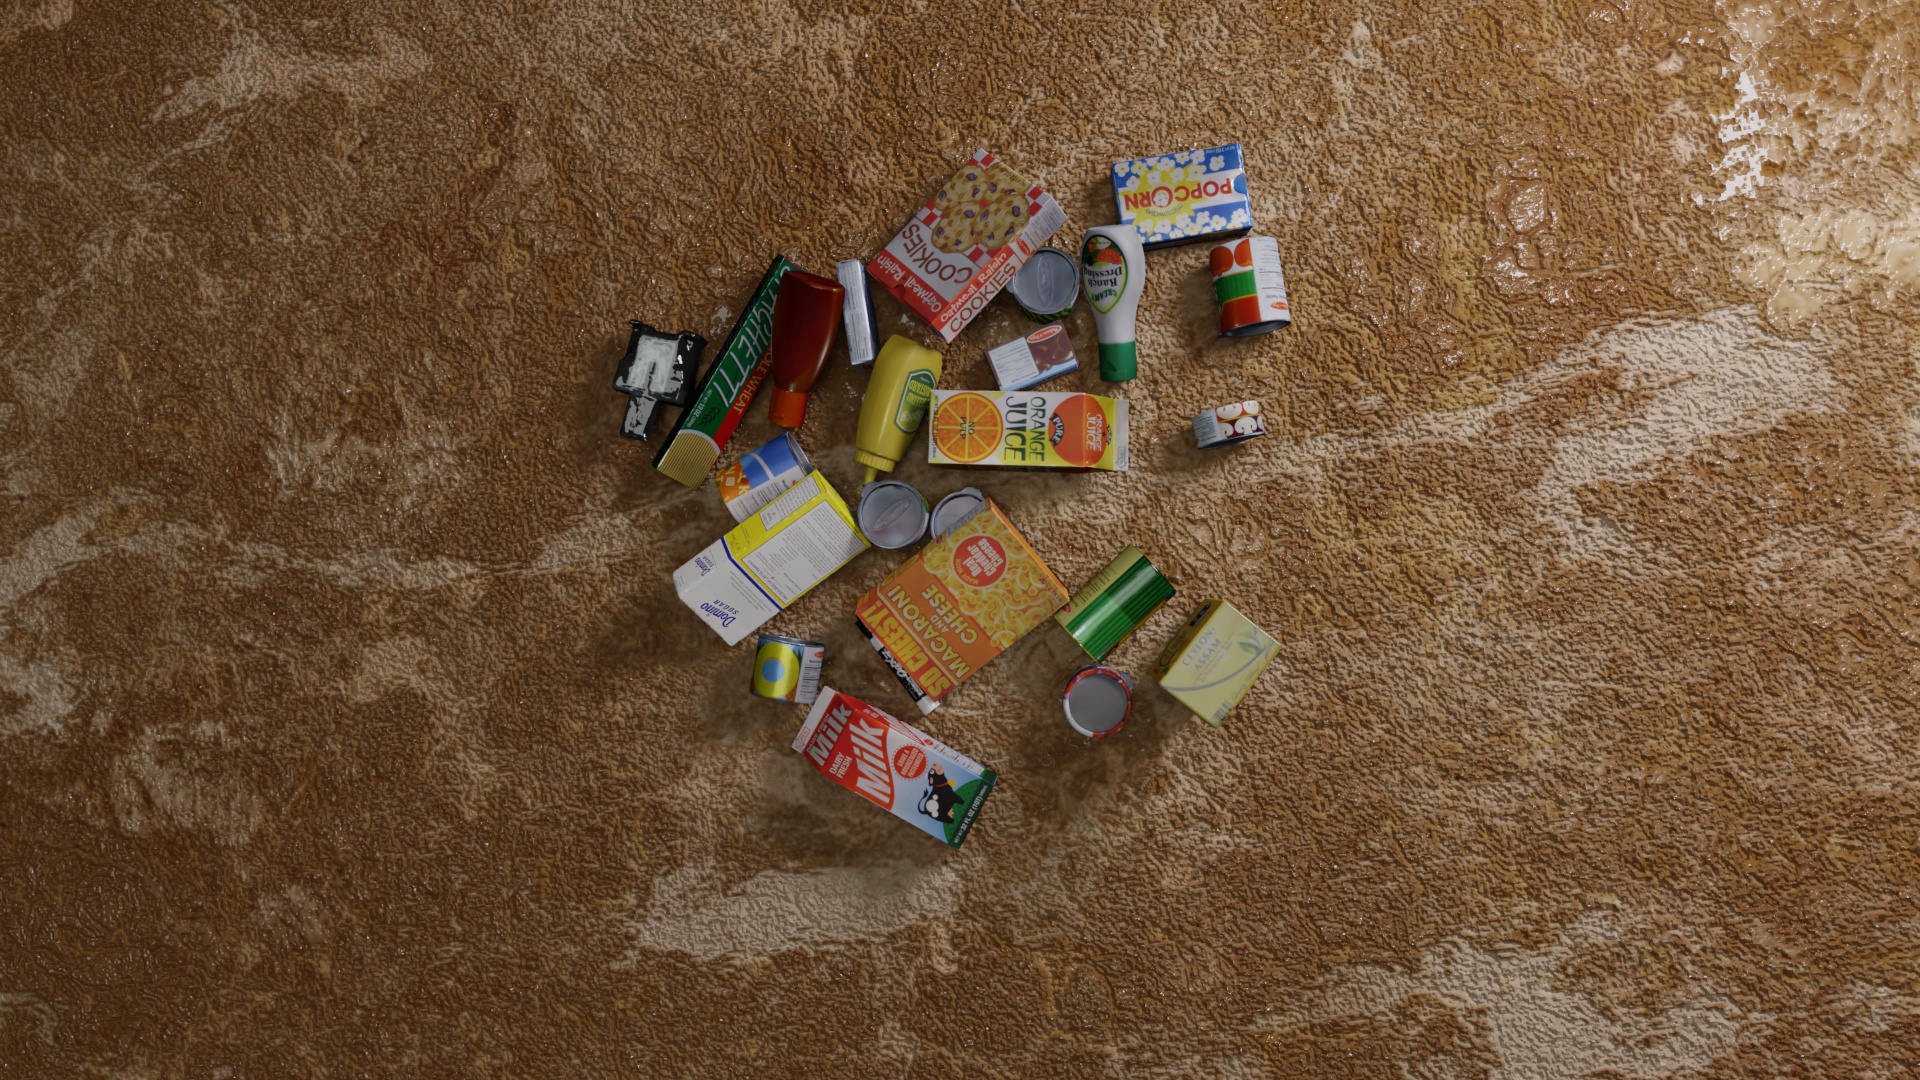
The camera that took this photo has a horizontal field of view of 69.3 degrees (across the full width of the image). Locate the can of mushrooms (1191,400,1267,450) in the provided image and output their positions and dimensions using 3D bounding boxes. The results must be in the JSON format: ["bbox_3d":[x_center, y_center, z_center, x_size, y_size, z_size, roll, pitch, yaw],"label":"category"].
[{"bbox_3d":[0.259,-0.111,1.334,0.071,0.071,0.033,-14,86,4],"label":"can of mushrooms"}]

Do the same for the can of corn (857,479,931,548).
[{"bbox_3d":[-0.065,-0.027,1.360,0.071,0.058,0.071,0,88,5],"label":"can of corn"}]

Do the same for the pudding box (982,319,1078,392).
[{"bbox_3d":[0.070,-0.178,1.370,0.084,0.030,0.049,-22,85,3],"label":"pudding box"}]

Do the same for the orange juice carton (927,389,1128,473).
[{"bbox_3d":[0.066,-0.104,1.345,0.193,0.073,0.072,2,87,5],"label":"orange juice carton"}]

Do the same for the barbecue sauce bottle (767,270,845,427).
[{"bbox_3d":[-0.158,-0.185,1.361,0.065,0.044,0.148,20,111,15],"label":"barbecue sauce bottle"}]

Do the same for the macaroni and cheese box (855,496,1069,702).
[{"bbox_3d":[0.001,0.058,1.338,0.166,0.040,0.123,-38,102,9],"label":"macaroni and cheese box"}]

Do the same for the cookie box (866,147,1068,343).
[{"bbox_3d":[0.003,-0.287,1.346,0.167,0.040,0.123,-46,51,2],"label":"cookie box"}]

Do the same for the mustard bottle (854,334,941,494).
[{"bbox_3d":[-0.068,-0.118,1.363,0.049,0.065,0.160,22,94,35],"label":"mustard bottle"}]

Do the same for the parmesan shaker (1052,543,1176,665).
[{"bbox_3d":[0.149,0.062,1.331,0.103,0.071,0.071,-43,85,2],"label":"parmesan shaker"}]

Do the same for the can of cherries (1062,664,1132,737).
[{"bbox_3d":[0.133,0.152,1.335,0.071,0.058,0.071,0,88,5],"label":"can of cherries"}]

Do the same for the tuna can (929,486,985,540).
[{"bbox_3d":[0.005,-0.017,1.367,0.071,0.033,0.071,0,88,5],"label":"tuna can"}]

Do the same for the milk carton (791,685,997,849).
[{"bbox_3d":[-0.065,0.216,1.341,0.191,0.073,0.072,29,91,6],"label":"milk carton"}]

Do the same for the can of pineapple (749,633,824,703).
[{"bbox_3d":[-0.171,0.125,1.359,0.071,0.071,0.058,10,89,5],"label":"can of pineapple"}]

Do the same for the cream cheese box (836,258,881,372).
[{"bbox_3d":[-0.100,-0.222,1.375,0.024,0.053,0.104,-9,87,6],"label":"cream cheese box"}]

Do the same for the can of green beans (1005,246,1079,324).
[{"bbox_3d":[0.083,-0.248,1.358,0.071,0.058,0.071,0,88,5],"label":"can of green beans"}]

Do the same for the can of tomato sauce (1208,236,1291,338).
[{"bbox_3d":[0.276,-0.243,1.339,0.071,0.071,0.083,-9,86,5],"label":"can of tomato sauce"}]

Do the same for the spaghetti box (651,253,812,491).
[{"bbox_3d":[-0.223,-0.168,1.385,0.050,0.029,0.250,31,91,-29],"label":"spaghetti box"}]

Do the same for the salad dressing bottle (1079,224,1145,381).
[{"bbox_3d":[0.149,-0.229,1.342,0.064,0.044,0.147,6,108,38],"label":"salad dressing bottle"}]

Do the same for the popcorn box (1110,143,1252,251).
[{"bbox_3d":[0.215,-0.334,1.361,0.127,0.038,0.085,-8,86,5],"label":"popcorn box"}]

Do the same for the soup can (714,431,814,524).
[{"bbox_3d":[-0.191,-0.061,1.371,0.084,0.071,0.071,-28,86,4],"label":"soup can"}]
